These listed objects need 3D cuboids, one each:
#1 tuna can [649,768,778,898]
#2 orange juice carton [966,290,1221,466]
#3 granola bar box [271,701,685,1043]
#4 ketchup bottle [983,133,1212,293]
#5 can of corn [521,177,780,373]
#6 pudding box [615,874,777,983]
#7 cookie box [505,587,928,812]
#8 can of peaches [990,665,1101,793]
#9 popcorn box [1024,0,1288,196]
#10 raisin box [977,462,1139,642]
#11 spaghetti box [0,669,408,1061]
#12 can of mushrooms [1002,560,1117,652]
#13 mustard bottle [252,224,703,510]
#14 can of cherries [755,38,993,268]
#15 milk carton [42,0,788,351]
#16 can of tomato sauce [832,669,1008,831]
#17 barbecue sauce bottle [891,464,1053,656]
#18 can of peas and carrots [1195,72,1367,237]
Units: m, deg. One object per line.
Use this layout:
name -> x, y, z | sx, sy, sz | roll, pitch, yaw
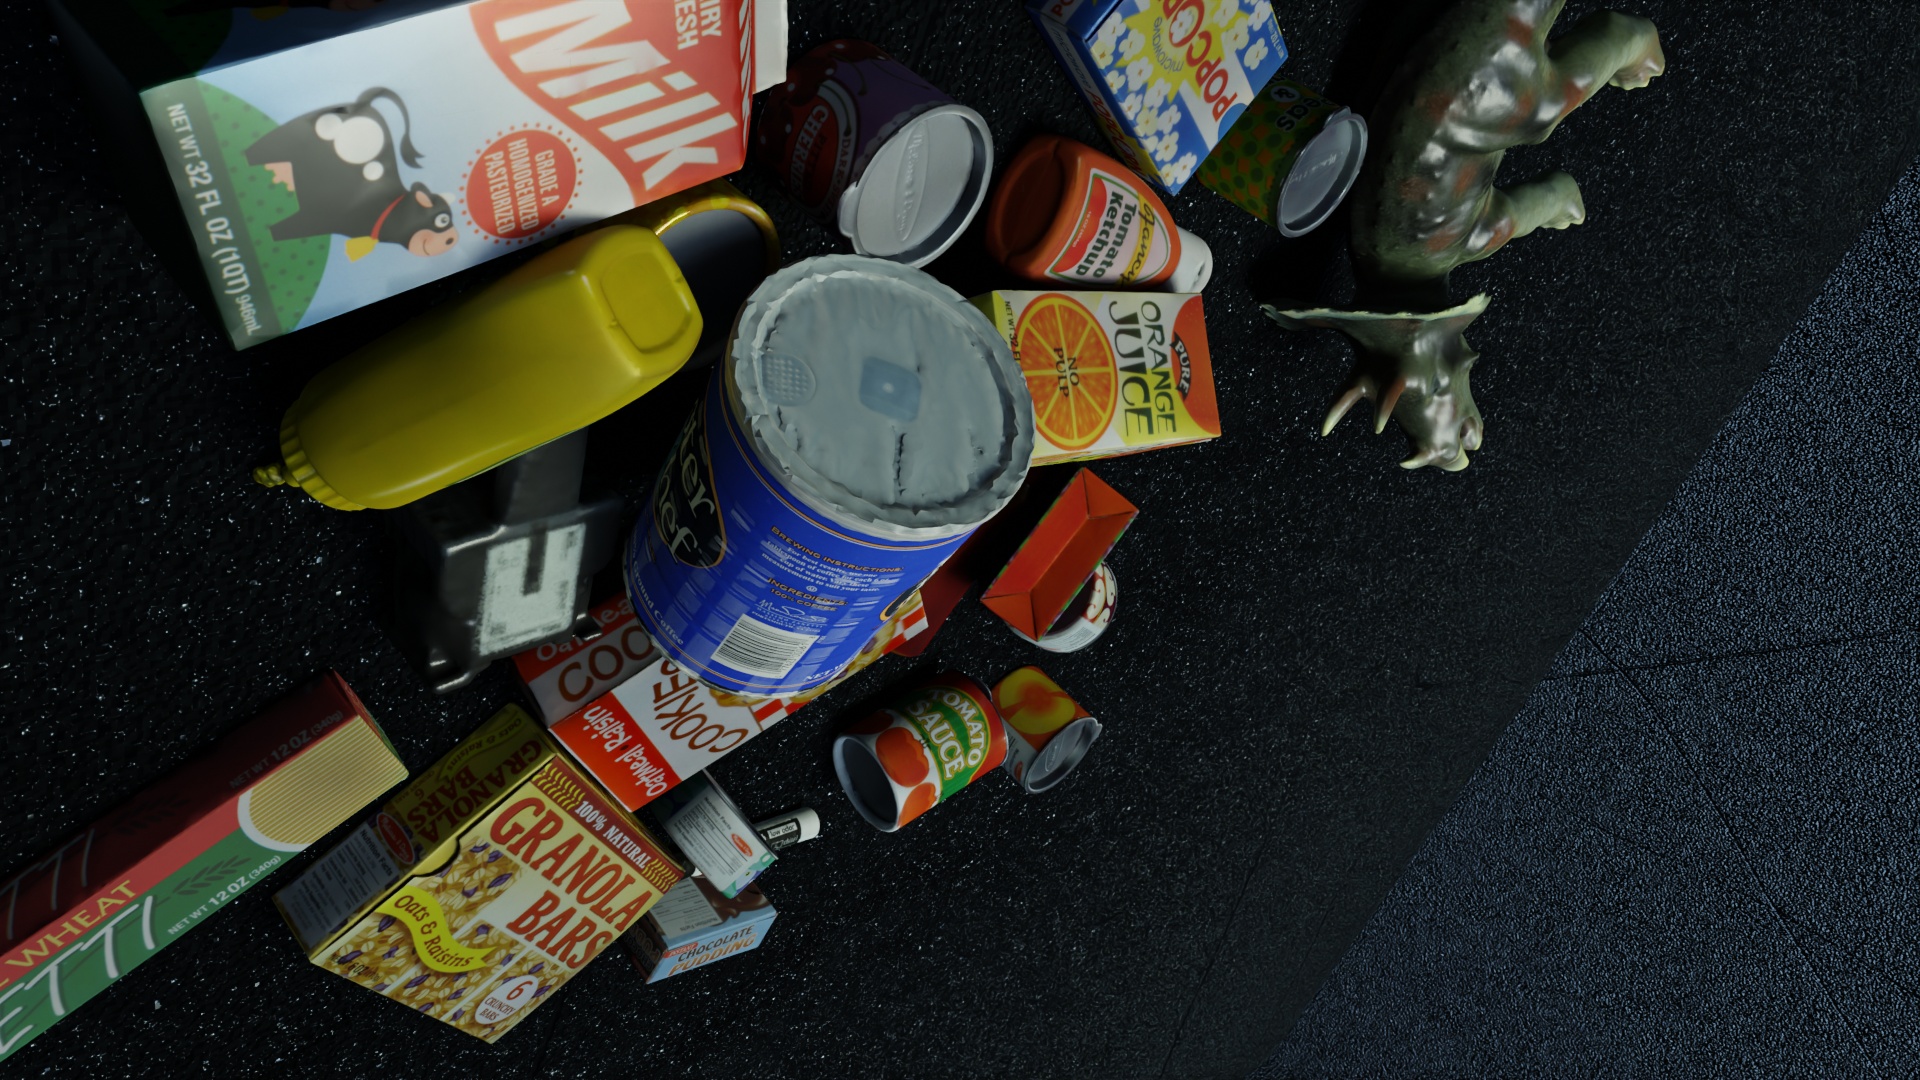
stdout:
tuna can -> -0.128, 0.149, 0.716 | 0.033, 0.071, 0.070 | -40, 150, -12
orange juice carton -> 0.060, -0.075, 0.656 | 0.193, 0.073, 0.071 | -9, 91, -45
granola bar box -> -0.210, 0.159, 0.640 | 0.124, 0.039, 0.164 | -41, 150, -14
ketchup bottle -> 0.071, -0.143, 0.656 | 0.149, 0.043, 0.064 | 3, 117, -55
can of corn -> -0.103, -0.098, 0.458 | 0.071, 0.058, 0.070 | -34, 148, -25
pudding box -> -0.149, 0.209, 0.772 | 0.084, 0.050, 0.030 | -2, 129, -53
cookie box -> -0.100, 0.044, 0.618 | 0.168, 0.040, 0.122 | -32, 155, -12
can of peaches -> 0.050, 0.126, 0.934 | 0.071, 0.058, 0.071 | -34, 147, -25
popcorn box -> 0.088, -0.218, 0.594 | 0.085, 0.038, 0.126 | -51, 151, 3
raisin box -> 0.048, 0.002, 0.742 | 0.086, 0.040, 0.123 | -53, -177, 4
spaghetti box -> -0.316, 0.138, 0.483 | 0.251, 0.029, 0.050 | -37, 148, -21
can of mushrooms -> 0.056, 0.029, 0.821 | 0.071, 0.071, 0.033 | -51, 150, 4
mustard bottle -> -0.154, -0.043, 0.415 | 0.160, 0.048, 0.065 | -20, -160, 25
can of cherries -> -0.033, -0.140, 0.503 | 0.072, 0.058, 0.071 | -34, 149, -24
milk carton -> -0.124, -0.130, 0.375 | 0.191, 0.073, 0.072 | -30, 146, -31
can of tomato sauce -> -0.023, 0.123, 0.821 | 0.083, 0.071, 0.070 | -27, 145, -32
barbecue sauce bottle -> 0.003, -0.009, 0.722 | 0.148, 0.044, 0.065 | -53, 163, 6
can of peas and carrots -> 0.160, -0.197, 0.696 | 0.071, 0.059, 0.070 | -34, 147, -25
